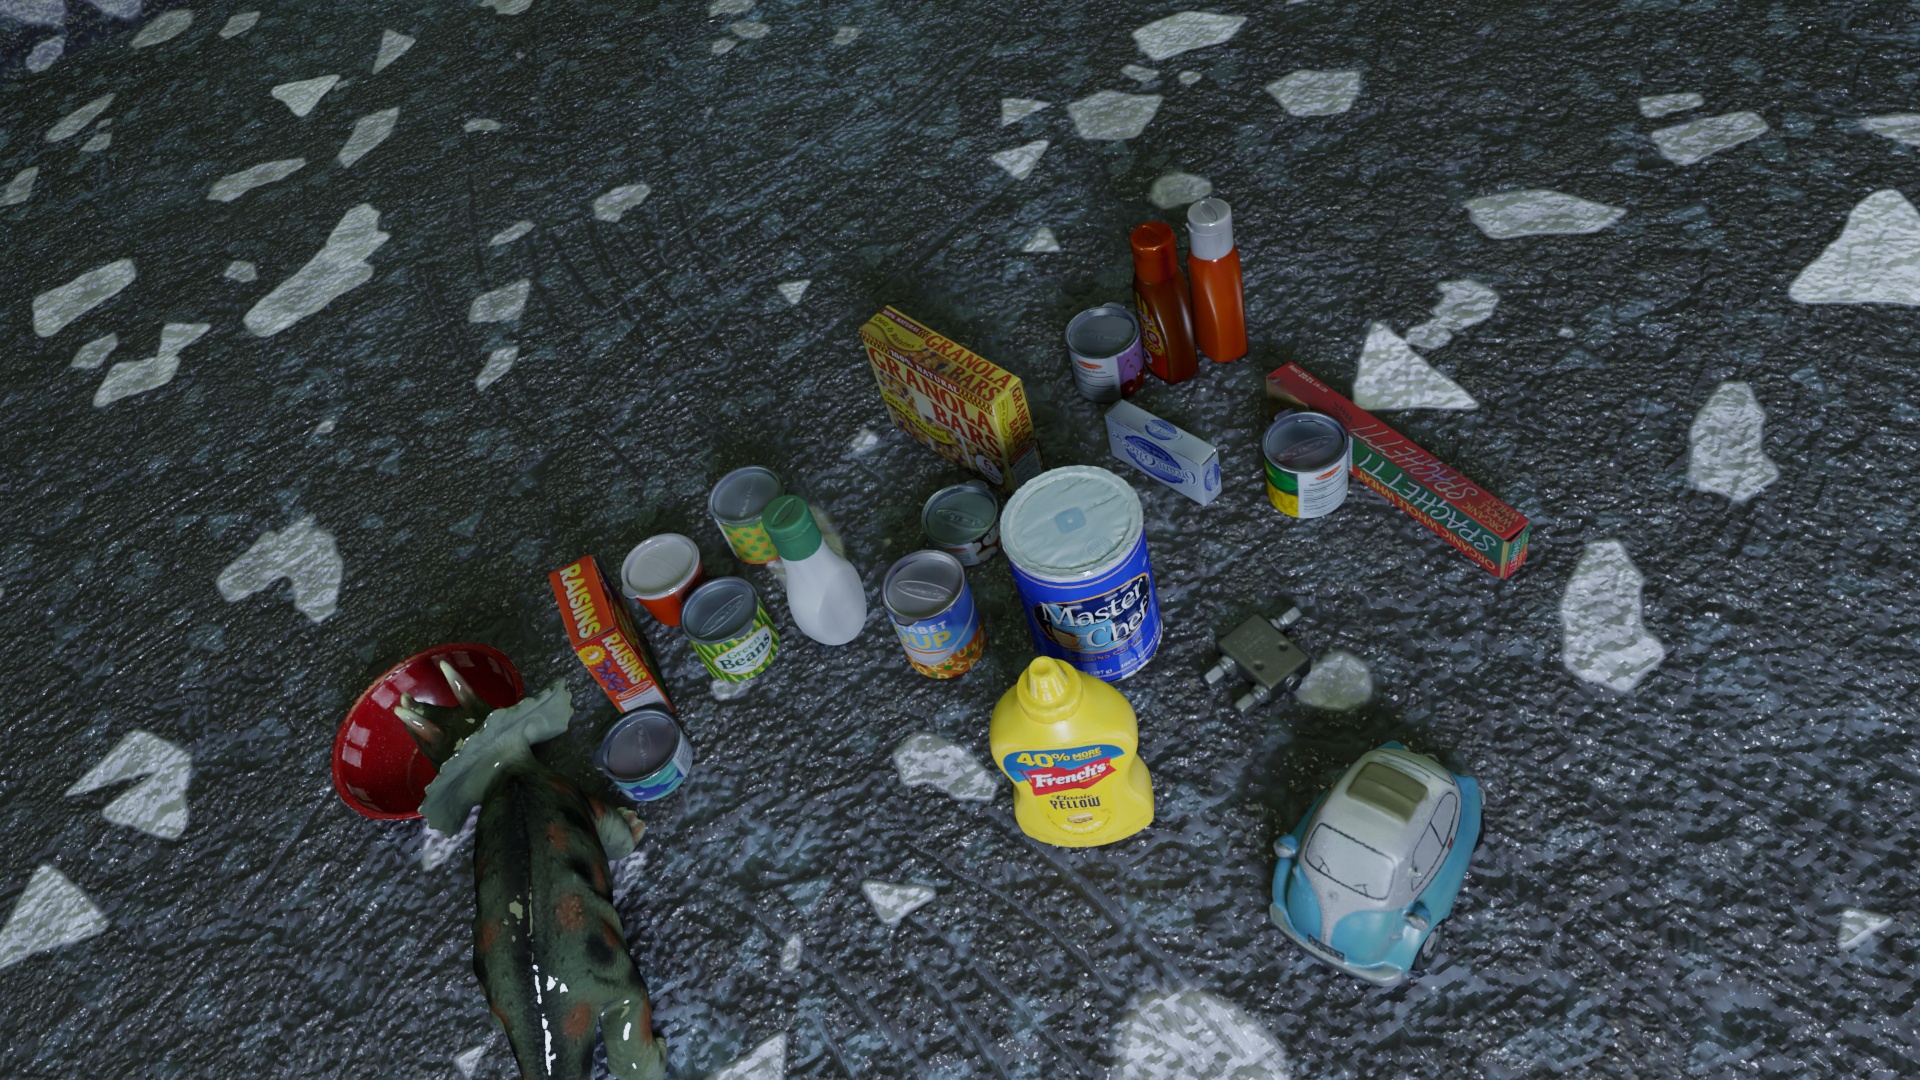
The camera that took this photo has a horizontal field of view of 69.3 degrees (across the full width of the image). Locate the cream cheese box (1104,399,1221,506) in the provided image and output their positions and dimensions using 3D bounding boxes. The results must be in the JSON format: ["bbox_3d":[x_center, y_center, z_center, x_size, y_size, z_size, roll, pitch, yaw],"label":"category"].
[{"bbox_3d":[0.168,-0.073,1.150,0.104,0.053,0.024,33,66,34],"label":"cream cheese box"}]

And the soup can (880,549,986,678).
[{"bbox_3d":[-0.021,0.060,1.072,0.071,0.083,0.072,-8,50,9],"label":"soup can"}]

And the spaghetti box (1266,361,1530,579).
[{"bbox_3d":[0.339,-0.059,1.093,0.029,0.050,0.251,-35,51,-14],"label":"spaghetti box"}]

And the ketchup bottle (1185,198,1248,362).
[{"bbox_3d":[0.219,-0.225,1.198,0.043,0.148,0.065,-21,49,-1],"label":"ketchup bottle"}]

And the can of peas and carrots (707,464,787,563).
[{"bbox_3d":[-0.175,-0.022,1.199,0.071,0.058,0.071,-8,50,9],"label":"can of peas and carrots"}]

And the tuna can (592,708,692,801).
[{"bbox_3d":[-0.246,0.168,1.079,0.071,0.032,0.071,-8,50,9],"label":"tuna can"}]

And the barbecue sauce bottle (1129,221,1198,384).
[{"bbox_3d":[0.173,-0.206,1.195,0.044,0.147,0.065,-27,50,-7],"label":"barbecue sauce bottle"}]

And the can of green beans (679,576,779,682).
[{"bbox_3d":[-0.186,0.073,1.125,0.071,0.057,0.071,-8,50,9],"label":"can of green beans"}]

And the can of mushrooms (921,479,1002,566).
[{"bbox_3d":[0.004,-0.015,1.160,0.071,0.033,0.071,-8,50,9],"label":"can of mushrooms"}]

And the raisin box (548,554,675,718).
[{"bbox_3d":[-0.274,0.082,1.098,0.040,0.122,0.086,-26,50,-6],"label":"raisin box"}]

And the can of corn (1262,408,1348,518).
[{"bbox_3d":[0.275,-0.062,1.108,0.071,0.058,0.071,-8,50,9],"label":"can of corn"}]

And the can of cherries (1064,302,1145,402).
[{"bbox_3d":[0.131,-0.167,1.234,0.071,0.058,0.072,-8,50,9],"label":"can of cherries"}]

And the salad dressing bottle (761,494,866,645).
[{"bbox_3d":[-0.115,0.024,1.086,0.044,0.147,0.064,20,59,28],"label":"salad dressing bottle"}]

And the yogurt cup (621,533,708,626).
[{"bbox_3d":[-0.245,0.035,1.174,0.072,0.053,0.073,-8,50,9],"label":"yogurt cup"}]

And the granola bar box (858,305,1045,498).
[{"bbox_3d":[-0.006,-0.117,1.188,0.039,0.123,0.166,-43,53,-19],"label":"granola bar box"}]
